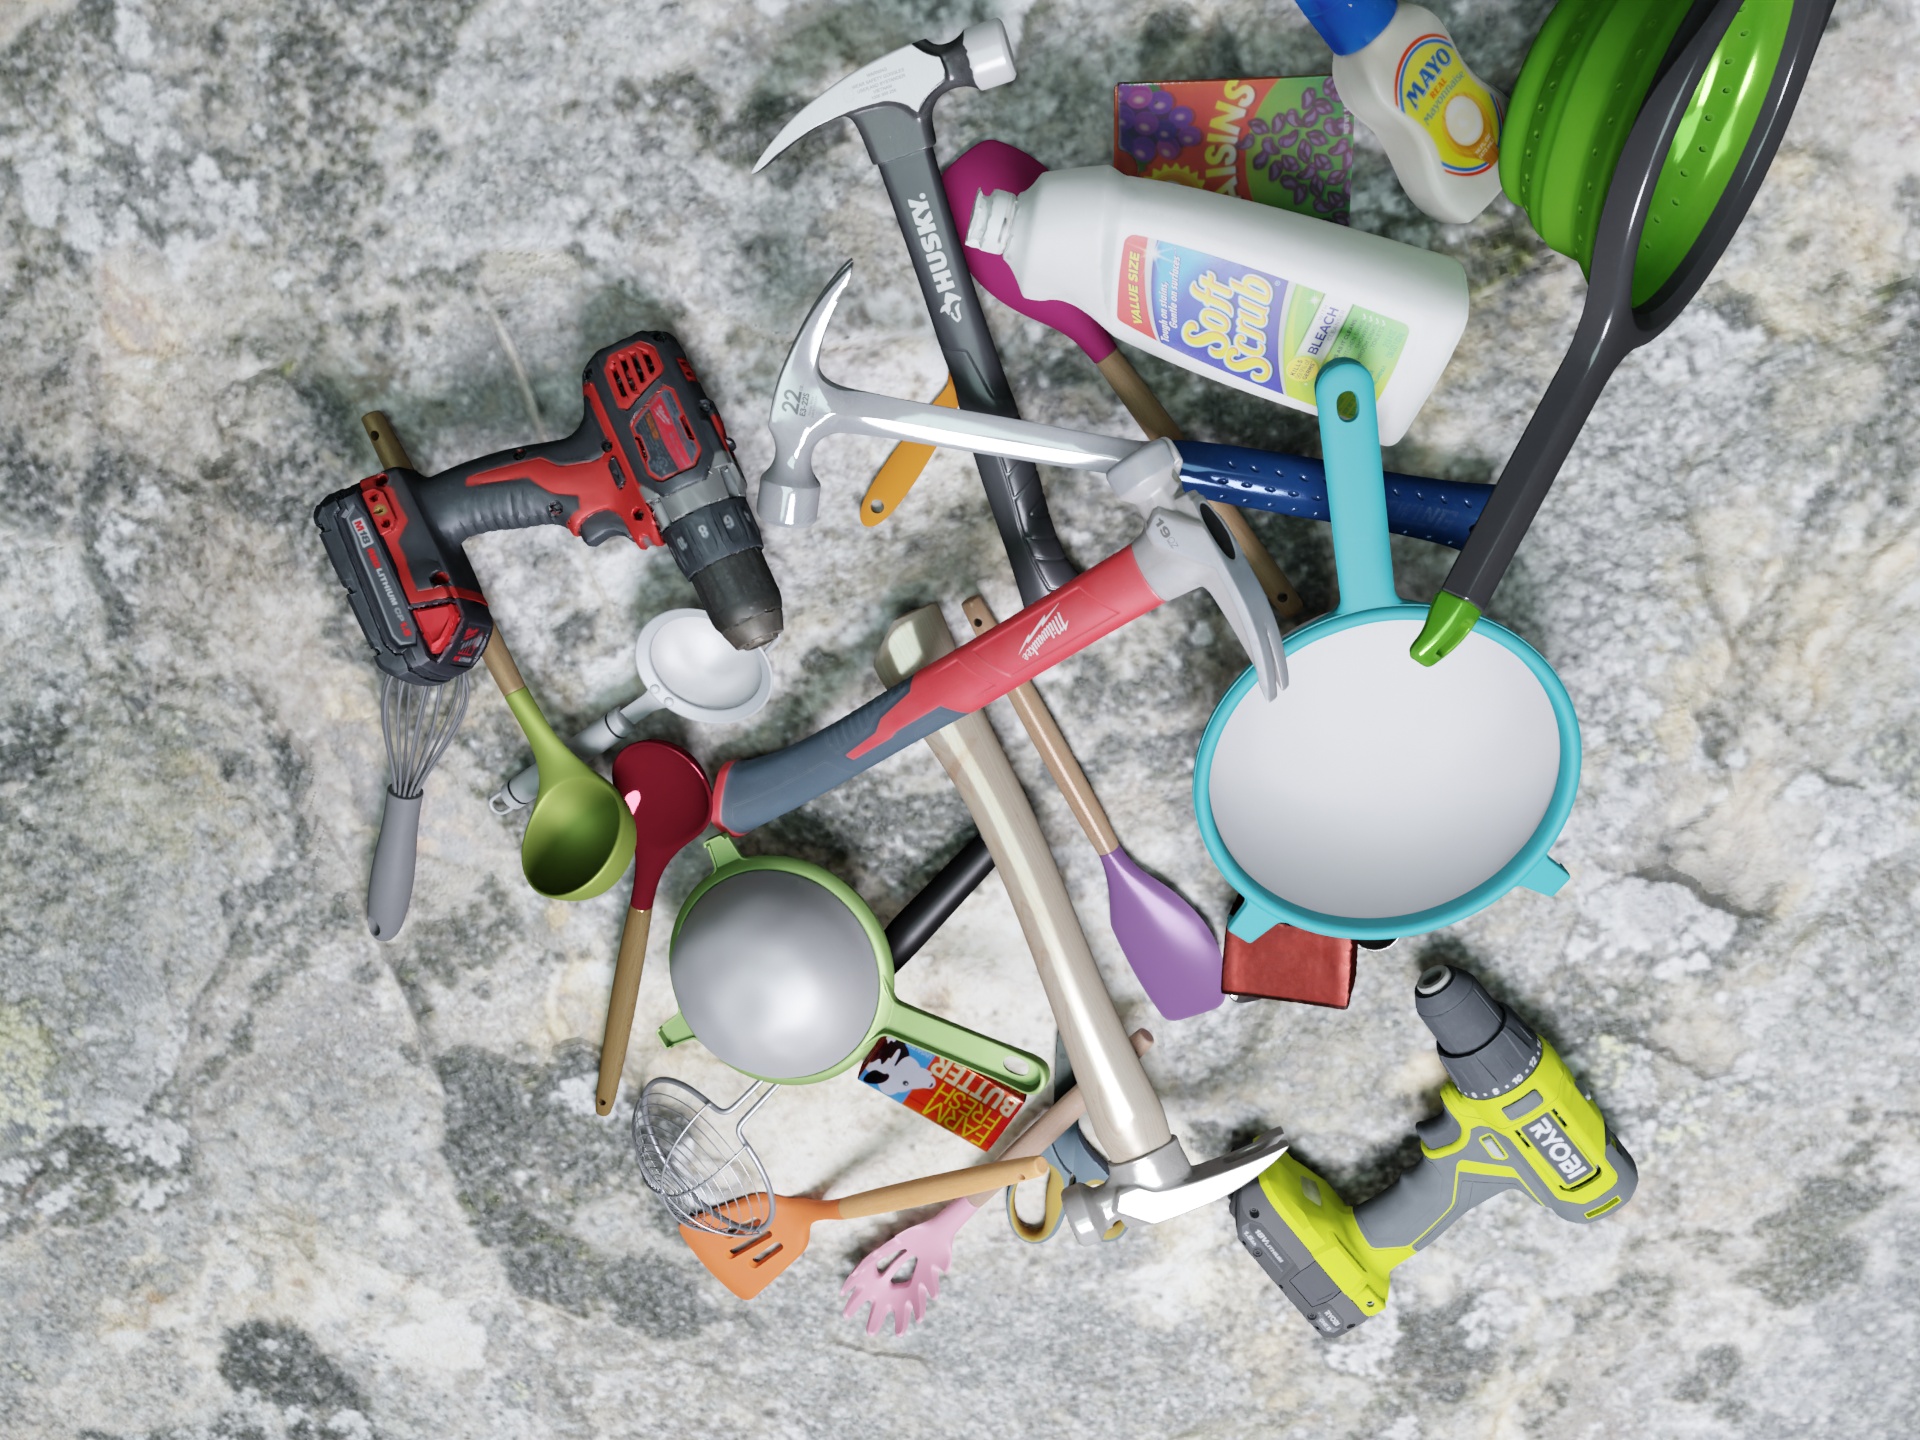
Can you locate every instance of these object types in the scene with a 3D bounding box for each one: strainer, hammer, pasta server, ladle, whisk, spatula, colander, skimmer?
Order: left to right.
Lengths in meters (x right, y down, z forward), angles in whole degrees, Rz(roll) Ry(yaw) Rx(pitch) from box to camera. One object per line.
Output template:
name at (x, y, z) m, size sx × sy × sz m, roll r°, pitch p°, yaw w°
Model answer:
whisk at (-0.357, 0.048, 1.030) m, size 0.055 × 0.055 × 0.238 m, roll 19°, pitch 116°, yaw 0°
ladle at (-0.287, -0.039, 0.959) m, size 0.078 × 0.062 × 0.320 m, roll -25°, pitch 95°, yaw 18°
strainer at (-0.206, -0.005, 0.992) m, size 0.258 × 0.050 × 0.086 m, roll -31°, pitch 116°, yaw 23°
ladle at (-0.213, 0.142, 1.045) m, size 0.069 × 0.031 × 0.315 m, roll 21°, pitch 118°, yaw 8°
skimmer at (-0.088, 0.202, 1.059) m, size 0.127 × 0.090 × 0.363 m, roll 44°, pitch 100°, yaw 11°
strainer at (-0.072, 0.180, 0.962) m, size 0.256 × 0.069 × 0.151 m, roll 20°, pitch 104°, yaw 12°
spatula at (-0.065, 0.332, 1.070) m, size 0.322 × 0.041 × 0.081 m, roll -26°, pitch 107°, yaw 39°
hammer at (-0.001, -0.003, 0.902) m, size 0.386 × 0.038 × 0.143 m, roll -30°, pitch 91°, yaw 35°
hammer at (0.002, -0.194, 0.881) m, size 0.146 × 0.035 × 0.334 m, roll -15°, pitch 113°, yaw 12°
pasta server at (0.024, 0.312, 1.073) m, size 0.060 × 0.040 × 0.316 m, roll 38°, pitch 115°, yaw -6°
hammer at (0.061, 0.117, 0.976) m, size 0.146 × 0.038 × 0.410 m, roll -23°, pitch 97°, yaw 4°
spatula at (0.083, 0.058, 0.990) m, size 0.060 × 0.018 × 0.315 m, roll -24°, pitch 107°, yaw 22°
hammer at (0.100, -0.146, 0.864) m, size 0.405 × 0.035 × 0.144 m, roll 8°, pitch 114°, yaw -6°
strainer at (0.222, -0.042, 0.883) m, size 0.211 × 0.095 × 0.340 m, roll -10°, pitch 115°, yaw 7°
colander at (0.288, -0.219, 0.772) m, size 0.095 × 0.204 × 0.397 m, roll 30°, pitch 98°, yaw 28°

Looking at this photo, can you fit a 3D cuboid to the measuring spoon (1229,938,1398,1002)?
measuring spoon at (0.224, 0.147, 1.011) m, size 0.124 × 0.018 × 0.034 m, roll -33°, pitch 91°, yaw 24°

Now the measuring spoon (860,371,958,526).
measuring spoon at (-0.025, -0.159, 0.924) m, size 0.021 × 0.011 × 0.117 m, roll 34°, pitch 111°, yaw -6°

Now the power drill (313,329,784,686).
power drill at (-0.224, -0.095, 0.904) m, size 0.226 × 0.080 × 0.188 m, roll -25°, pitch 89°, yaw 1°

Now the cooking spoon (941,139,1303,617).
cooking spoon at (0.098, -0.185, 0.895) m, size 0.068 × 0.017 × 0.318 m, roll -35°, pitch 102°, yaw 18°

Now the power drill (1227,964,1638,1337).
power drill at (0.287, 0.275, 1.017) m, size 0.228 × 0.080 × 0.190 m, roll -37°, pitch 103°, yaw 16°
